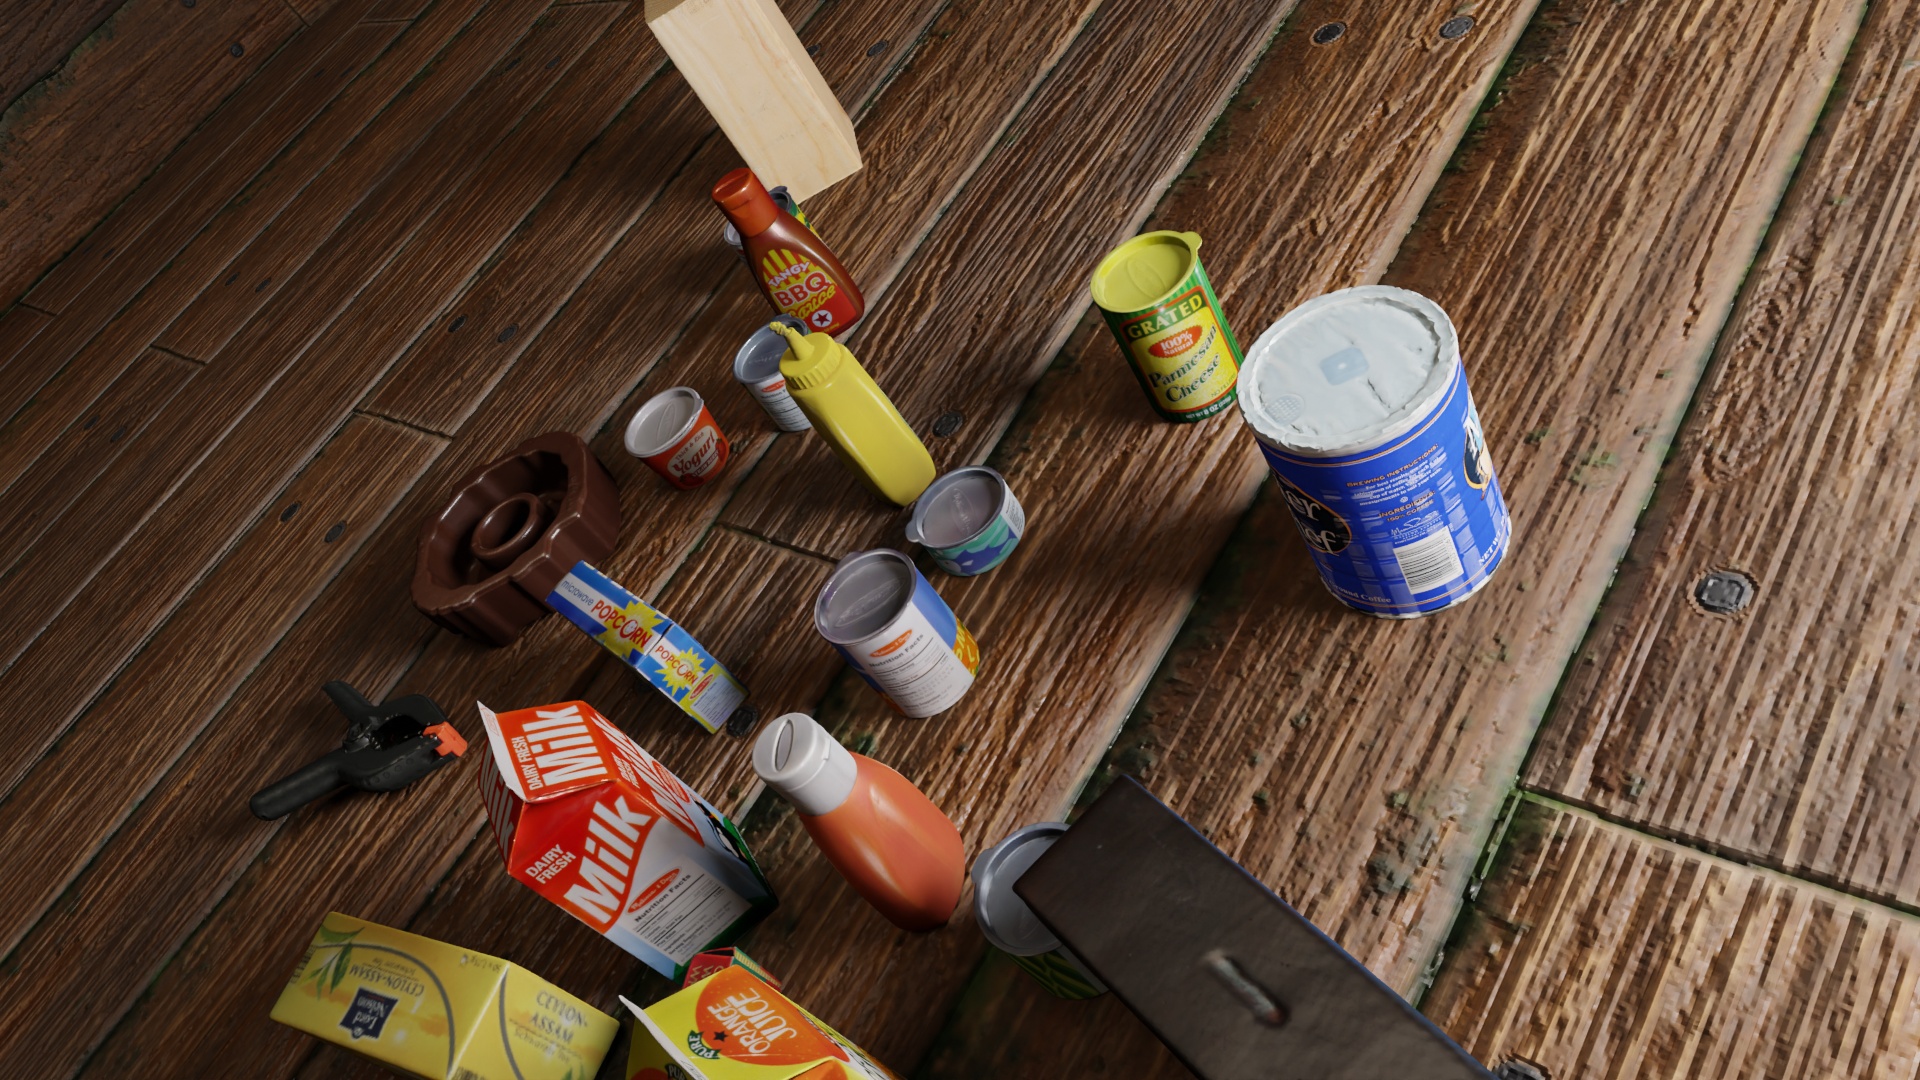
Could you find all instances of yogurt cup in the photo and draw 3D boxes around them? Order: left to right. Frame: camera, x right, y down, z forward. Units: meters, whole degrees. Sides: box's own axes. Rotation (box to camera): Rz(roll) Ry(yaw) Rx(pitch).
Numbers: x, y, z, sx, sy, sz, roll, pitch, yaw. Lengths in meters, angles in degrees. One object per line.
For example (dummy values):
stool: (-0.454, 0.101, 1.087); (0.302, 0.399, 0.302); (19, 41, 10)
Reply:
yogurt cup: (-0.214, -0.075, 1.061); (0.072, 0.053, 0.073); (-18, 46, 20)

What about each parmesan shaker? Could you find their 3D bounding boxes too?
parmesan shaker: (0.131, -0.129, 0.846); (0.071, 0.102, 0.072); (-18, 46, 20)

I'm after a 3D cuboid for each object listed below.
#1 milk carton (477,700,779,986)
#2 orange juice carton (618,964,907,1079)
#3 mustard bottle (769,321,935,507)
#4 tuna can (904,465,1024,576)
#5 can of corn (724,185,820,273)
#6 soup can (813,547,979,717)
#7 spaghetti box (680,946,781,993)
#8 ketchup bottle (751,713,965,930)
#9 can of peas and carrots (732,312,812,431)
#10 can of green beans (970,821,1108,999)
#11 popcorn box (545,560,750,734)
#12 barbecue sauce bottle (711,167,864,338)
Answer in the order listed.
milk carton: (-0.186, 0.154, 0.740); (0.073, 0.190, 0.072); (-41, 42, -4)
orange juice carton: (-0.069, 0.244, 0.582); (0.072, 0.192, 0.073); (26, 70, 44)
mustard bottle: (-0.075, -0.088, 0.902); (0.049, 0.159, 0.065); (-45, 43, -8)
tuna can: (0.003, -0.011, 0.878); (0.071, 0.032, 0.071); (-18, 46, 19)
can of corn: (-0.155, -0.255, 1.178); (0.071, 0.058, 0.071); (-18, 46, 20)
soup can: (-0.036, 0.053, 0.809); (0.071, 0.083, 0.072); (-18, 46, 20)
spaghetti box: (-0.143, 0.324, 0.666); (0.028, 0.050, 0.251); (-7, 50, 29)
ketchup bottle: (-0.049, 0.138, 0.694); (0.043, 0.148, 0.065); (-14, 47, 23)
can of peas and carrots: (-0.128, -0.126, 1.046); (0.071, 0.058, 0.071); (-18, 46, 20)
can of green beans: (0.048, 0.177, 0.664); (0.071, 0.057, 0.071); (-18, 46, 20)
popcorn box: (-0.205, 0.068, 0.906); (0.127, 0.085, 0.038); (25, 70, 44)
barbecue sauce bottle: (-0.135, -0.218, 1.065); (0.065, 0.148, 0.044); (-25, 44, 13)
